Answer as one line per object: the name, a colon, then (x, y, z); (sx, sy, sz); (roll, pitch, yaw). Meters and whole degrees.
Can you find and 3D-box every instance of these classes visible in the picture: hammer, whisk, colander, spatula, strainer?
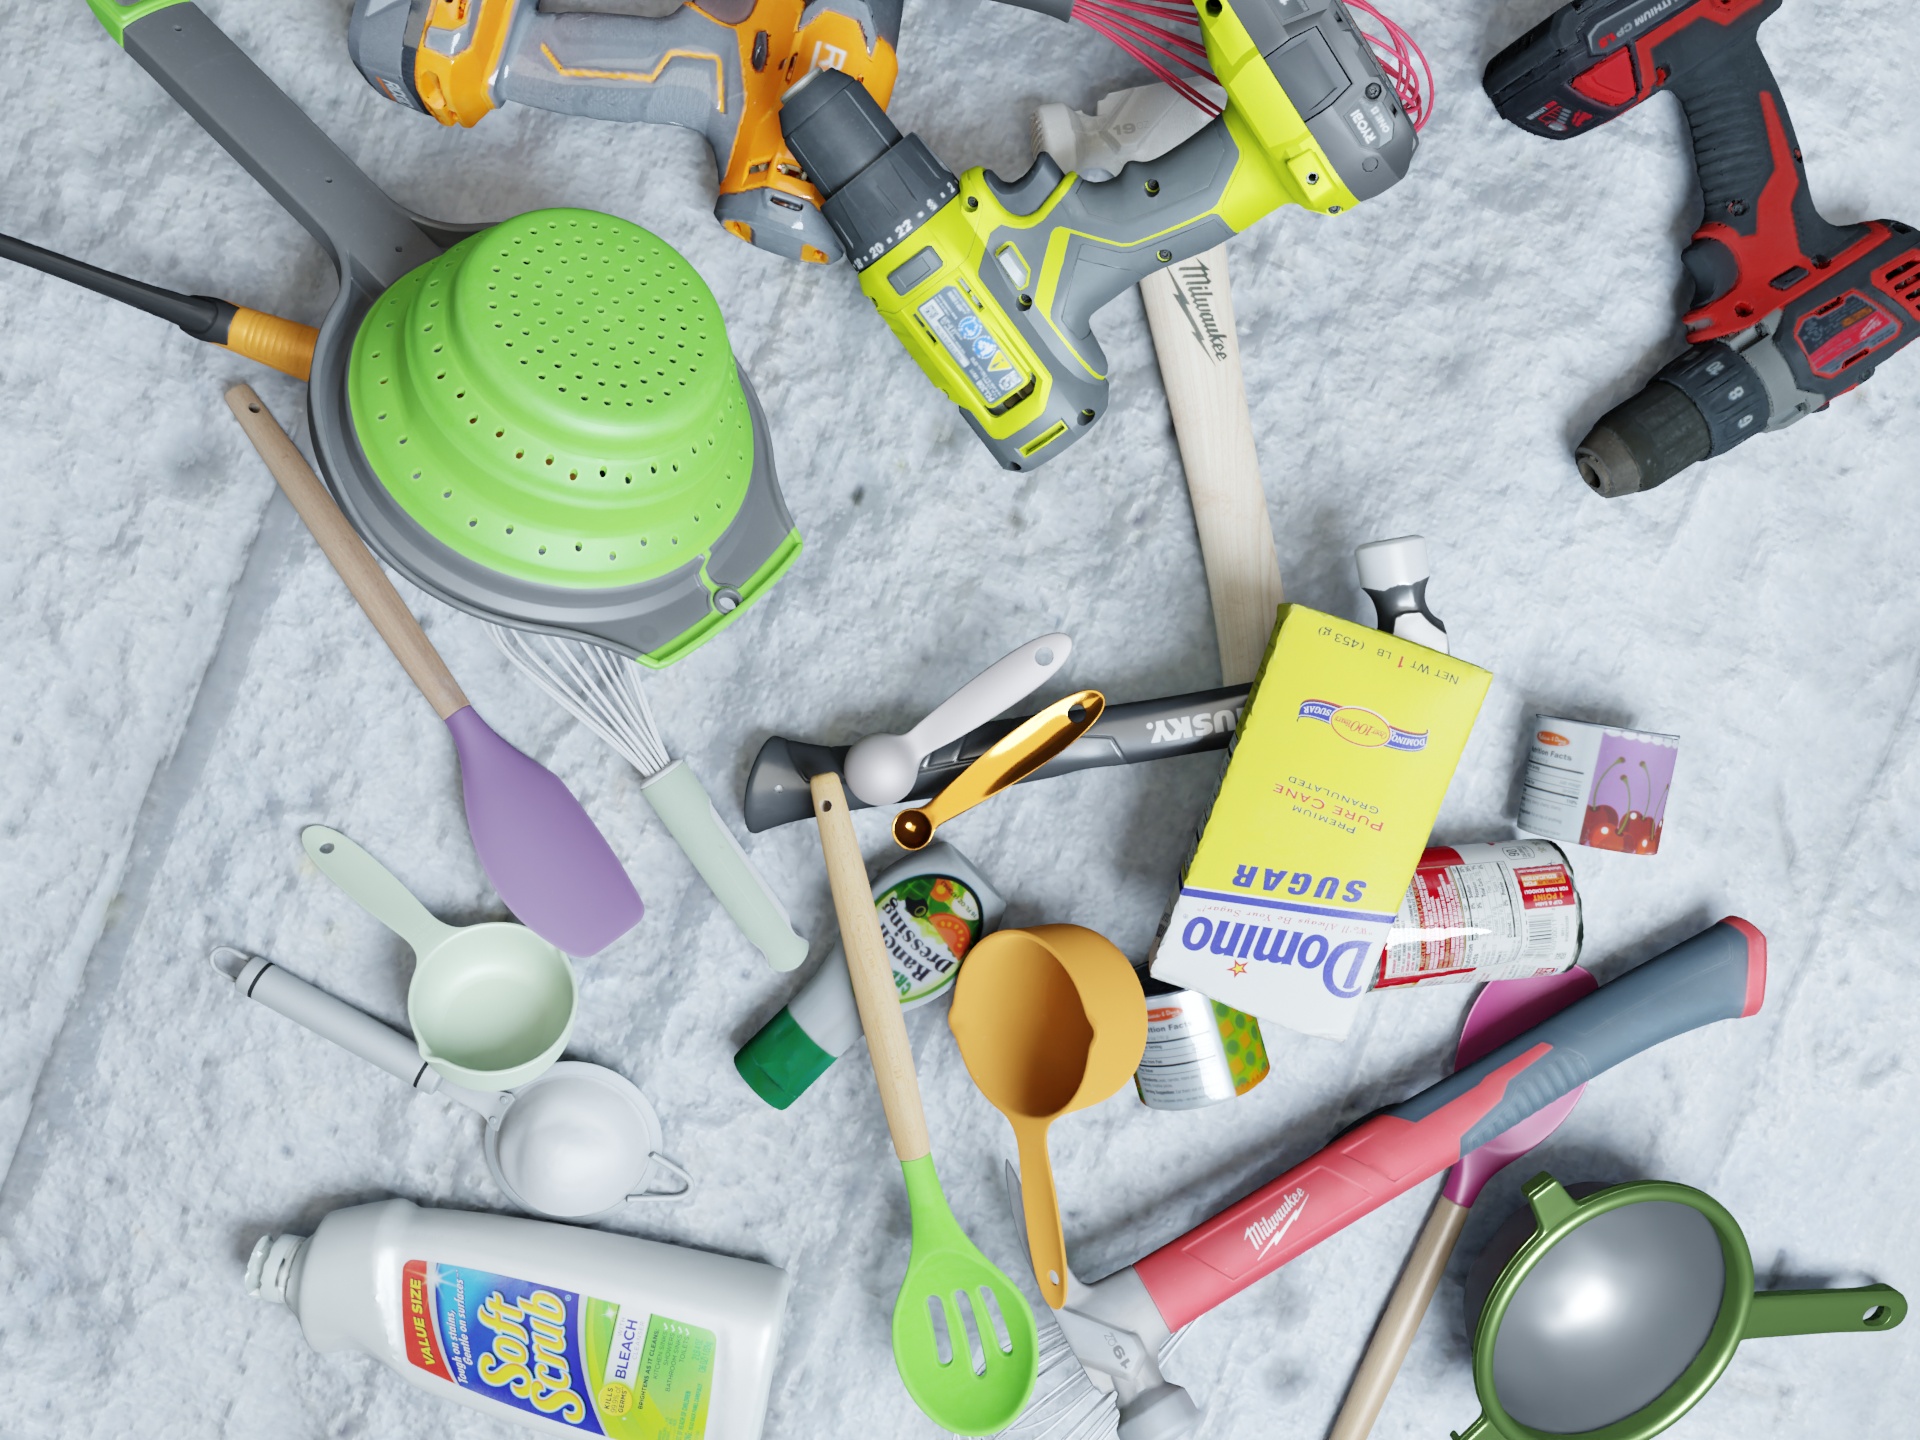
hammer: (-0.315, -0.171, 0.720); (0.336, 0.127, 0.034); (19, 91, -14)
whisk: (0.115, 0.280, 0.783); (0.284, 0.070, 0.070); (-36, 95, -5)
colander: (-0.221, -0.203, 0.669); (0.397, 0.094, 0.204); (45, 55, -2)
whisk: (-0.146, 0.018, 0.756); (0.059, 0.058, 0.246); (-35, 99, -7)
spatula: (-0.256, -0.024, 0.755); (0.060, 0.018, 0.316); (-35, 93, -37)
strainer: (-0.248, 0.176, 0.764); (0.258, 0.050, 0.087); (29, 100, -1)
whisk: (0.069, -0.312, 0.698); (0.296, 0.073, 0.073); (15, 93, -4)
strainer: (0.352, 0.281, 0.793); (0.256, 0.069, 0.151); (5, 105, -19)
hammer: (0.140, -0.100, 0.768); (0.146, 0.038, 0.410); (-11, 94, -4)
hammer: (0.060, 0.014, 0.746); (0.335, 0.035, 0.146); (-10, 95, 7)
hammer: (0.212, 0.187, 0.764); (0.386, 0.038, 0.143); (-29, 66, -7)

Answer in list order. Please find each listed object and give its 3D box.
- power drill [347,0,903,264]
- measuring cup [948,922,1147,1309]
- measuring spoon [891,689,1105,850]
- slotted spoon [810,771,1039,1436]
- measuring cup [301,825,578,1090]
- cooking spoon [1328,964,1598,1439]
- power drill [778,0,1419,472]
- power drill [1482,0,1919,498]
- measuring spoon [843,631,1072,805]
power drill: (-0.139, -0.320, 0.720); (0.226, 0.084, 0.164); (17, 92, -8)
measuring cup: (0.049, 0.179, 0.738); (0.052, 0.095, 0.173); (-6, 89, -44)
measuring spoon: (0.018, 0.022, 0.731); (0.117, 0.011, 0.021); (-35, 88, 5)
slotted spoon: (-0.025, 0.176, 0.737); (0.070, 0.031, 0.314); (-13, 94, 11)
measuring cup: (-0.254, 0.110, 0.760); (0.168, 0.038, 0.083); (38, 56, 14)
cooking spoon: (0.239, 0.266, 0.804); (0.069, 0.017, 0.319); (24, 91, -1)
power drill: (0.052, -0.237, 0.666); (0.228, 0.080, 0.190); (-31, 109, 25)
power drill: (0.338, -0.234, 0.752); (0.188, 0.080, 0.226); (-32, 97, 0)
measuring spoon: (-0.001, -0.002, 0.724); (0.124, 0.018, 0.034); (-35, 91, 8)
